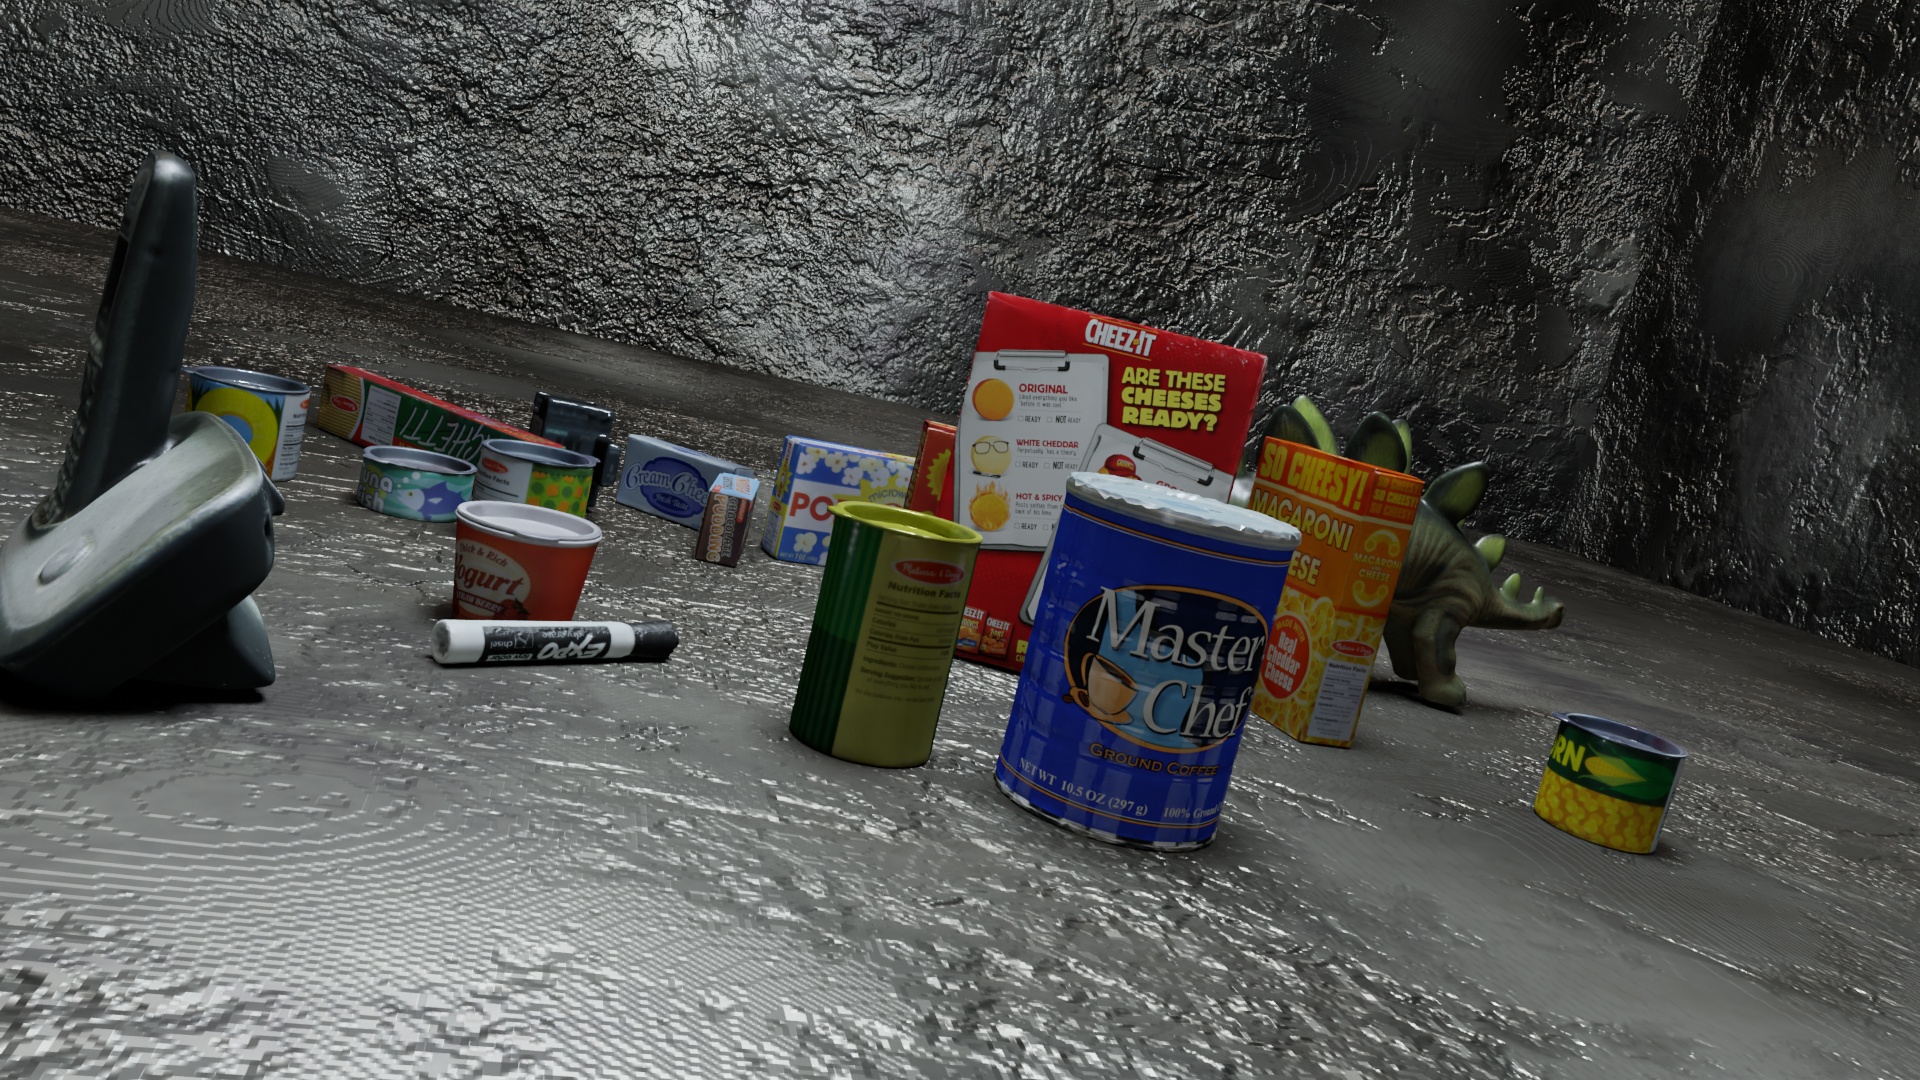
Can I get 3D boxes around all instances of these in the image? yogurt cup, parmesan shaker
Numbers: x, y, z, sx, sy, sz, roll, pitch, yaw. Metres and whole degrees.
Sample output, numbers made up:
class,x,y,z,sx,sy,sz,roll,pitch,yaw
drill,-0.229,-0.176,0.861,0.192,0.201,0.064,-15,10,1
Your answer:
class,x,y,z,sx,sy,sz,roll,pitch,yaw
yogurt cup,-0.212,0.014,0.668,0.072,0.054,0.072,13,9,-2
parmesan shaker,-0.036,0.040,0.615,0.071,0.103,0.071,13,8,-2

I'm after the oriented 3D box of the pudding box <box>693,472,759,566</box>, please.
class,x,y,z,sx,sy,sz,roll,pitch,yaw
pudding box,-0.159,-0.015,0.947,0.030,0.049,0.084,13,9,-7

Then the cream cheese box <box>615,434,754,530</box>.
class,x,y,z,sx,sy,sz,roll,pitch,yaw
cream cheese box,-0.204,-0.040,1.020,0.104,0.053,0.024,18,9,25

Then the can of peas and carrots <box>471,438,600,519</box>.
class,x,y,z,sx,sy,sz,roll,pitch,yaw
can of peas and carrots,-0.255,-0.025,0.832,0.071,0.058,0.071,13,9,-2

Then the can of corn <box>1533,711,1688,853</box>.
class,x,y,z,sx,sy,sz,roll,pitch,yaw
can of corn,0.358,0.133,0.773,0.071,0.058,0.071,13,9,-2

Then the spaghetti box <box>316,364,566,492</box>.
class,x,y,z,sx,sy,sz,roll,pitch,yaw
spaghetti box,-0.373,-0.074,0.985,0.250,0.050,0.029,19,10,32

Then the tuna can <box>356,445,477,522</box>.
class,x,y,z,sx,sy,sz,roll,pitch,yaw
tuna can,-0.337,-0.035,0.855,0.071,0.032,0.071,13,9,-2

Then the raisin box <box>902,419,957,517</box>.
class,x,y,z,sx,sy,sz,roll,pitch,yaw
raisin box,0.003,-0.012,0.929,0.086,0.123,0.040,12,8,-9

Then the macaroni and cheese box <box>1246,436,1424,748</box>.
class,x,y,z,sx,sy,sz,roll,pitch,yaw
macaroni and cheese box,0.215,0.028,0.863,0.040,0.166,0.124,10,9,-21

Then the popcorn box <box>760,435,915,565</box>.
class,x,y,z,sx,sy,sz,roll,pitch,yaw
popcorn box,-0.074,-0.023,1.007,0.127,0.085,0.038,9,10,-29

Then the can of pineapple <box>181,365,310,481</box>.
class,x,y,z,sx,sy,sz,roll,pitch,yaw
can of pineapple,-0.439,-0.072,0.848,0.071,0.057,0.071,13,9,-2
